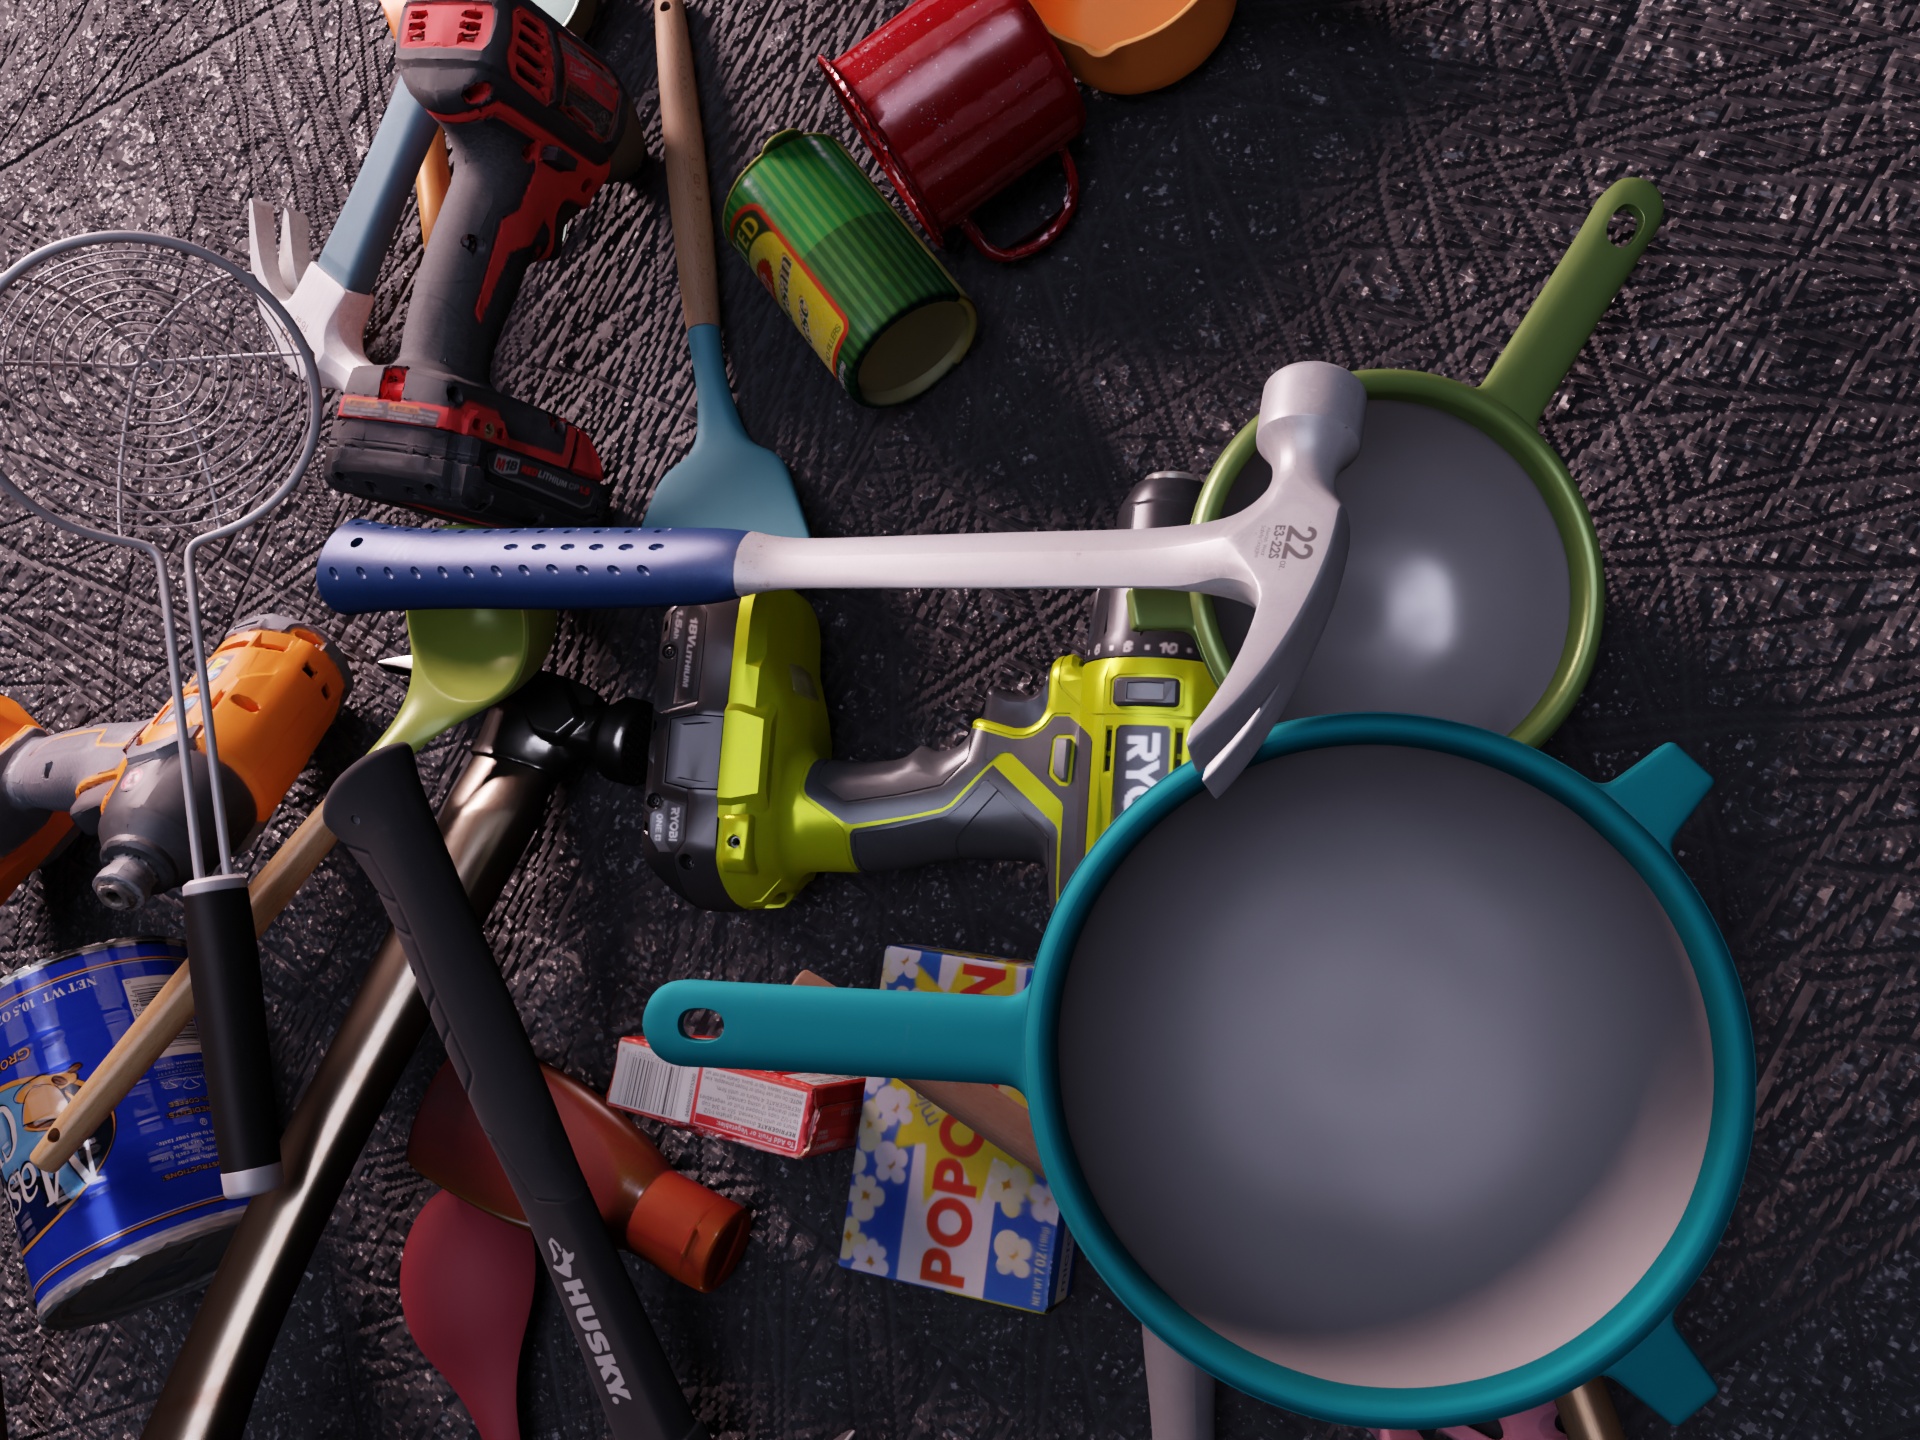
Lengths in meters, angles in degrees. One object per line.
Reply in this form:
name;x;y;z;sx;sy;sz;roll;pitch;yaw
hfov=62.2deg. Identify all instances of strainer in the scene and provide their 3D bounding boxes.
strainer;0.069;0.105;0.528;0.340;0.095;0.211;0;86;13
strainer;0.177;-0.088;0.586;0.151;0.069;0.256;35;80;-3

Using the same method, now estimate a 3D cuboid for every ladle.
ladle;-0.282;0.052;0.664;0.078;0.062;0.320;33;80;24
ladle;-0.177;0.347;0.655;0.069;0.031;0.316;-23;75;14

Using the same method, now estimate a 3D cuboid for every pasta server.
pasta server;0.072;0.176;0.559;0.316;0.040;0.060;32;64;10

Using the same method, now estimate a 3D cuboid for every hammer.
hammer;-0.069;-0.051;0.566;0.405;0.035;0.144;2;61;25
hammer;-0.157;0.166;0.605;0.146;0.035;0.335;-21;93;29
hammer;-0.243;-0.308;0.744;0.128;0.033;0.331;39;108;22
hammer;-0.265;0.161;0.660;0.146;0.038;0.411;13;70;23

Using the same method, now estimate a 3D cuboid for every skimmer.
skimmer;-0.296;0.002;0.611;0.127;0.090;0.363;-7;84;-24

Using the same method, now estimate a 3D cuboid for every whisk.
whisk;0.080;0.278;0.567;0.055;0.055;0.239;-6;73;19

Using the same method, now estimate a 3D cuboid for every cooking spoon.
cooking spoon;0.191;0.179;0.533;0.069;0.017;0.319;-18;65;8

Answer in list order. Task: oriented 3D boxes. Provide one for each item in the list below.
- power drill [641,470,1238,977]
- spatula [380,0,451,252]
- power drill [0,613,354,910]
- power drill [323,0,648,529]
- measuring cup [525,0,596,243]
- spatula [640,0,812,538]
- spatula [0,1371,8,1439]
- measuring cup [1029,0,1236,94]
power drill;-0.001;-0.002;0.629;0.228;0.080;0.190;2;82;17
spatula;-0.262;-0.287;0.803;0.081;0.041;0.323;-12;80;16
power drill;-0.406;0.039;0.728;0.226;0.084;0.164;-13;35;18
power drill;-0.198;-0.197;0.706;0.078;0.143;0.219;10;90;20
measuring cup;-0.210;-0.315;0.786;0.083;0.038;0.167;-8;95;5
spatula;-0.121;-0.206;0.725;0.082;0.044;0.318;-10;75;7
spatula;-0.456;0.242;0.724;0.060;0.018;0.316;7;103;41
measuring cup;0.112;-0.304;0.656;0.174;0.052;0.095;9;83;19
